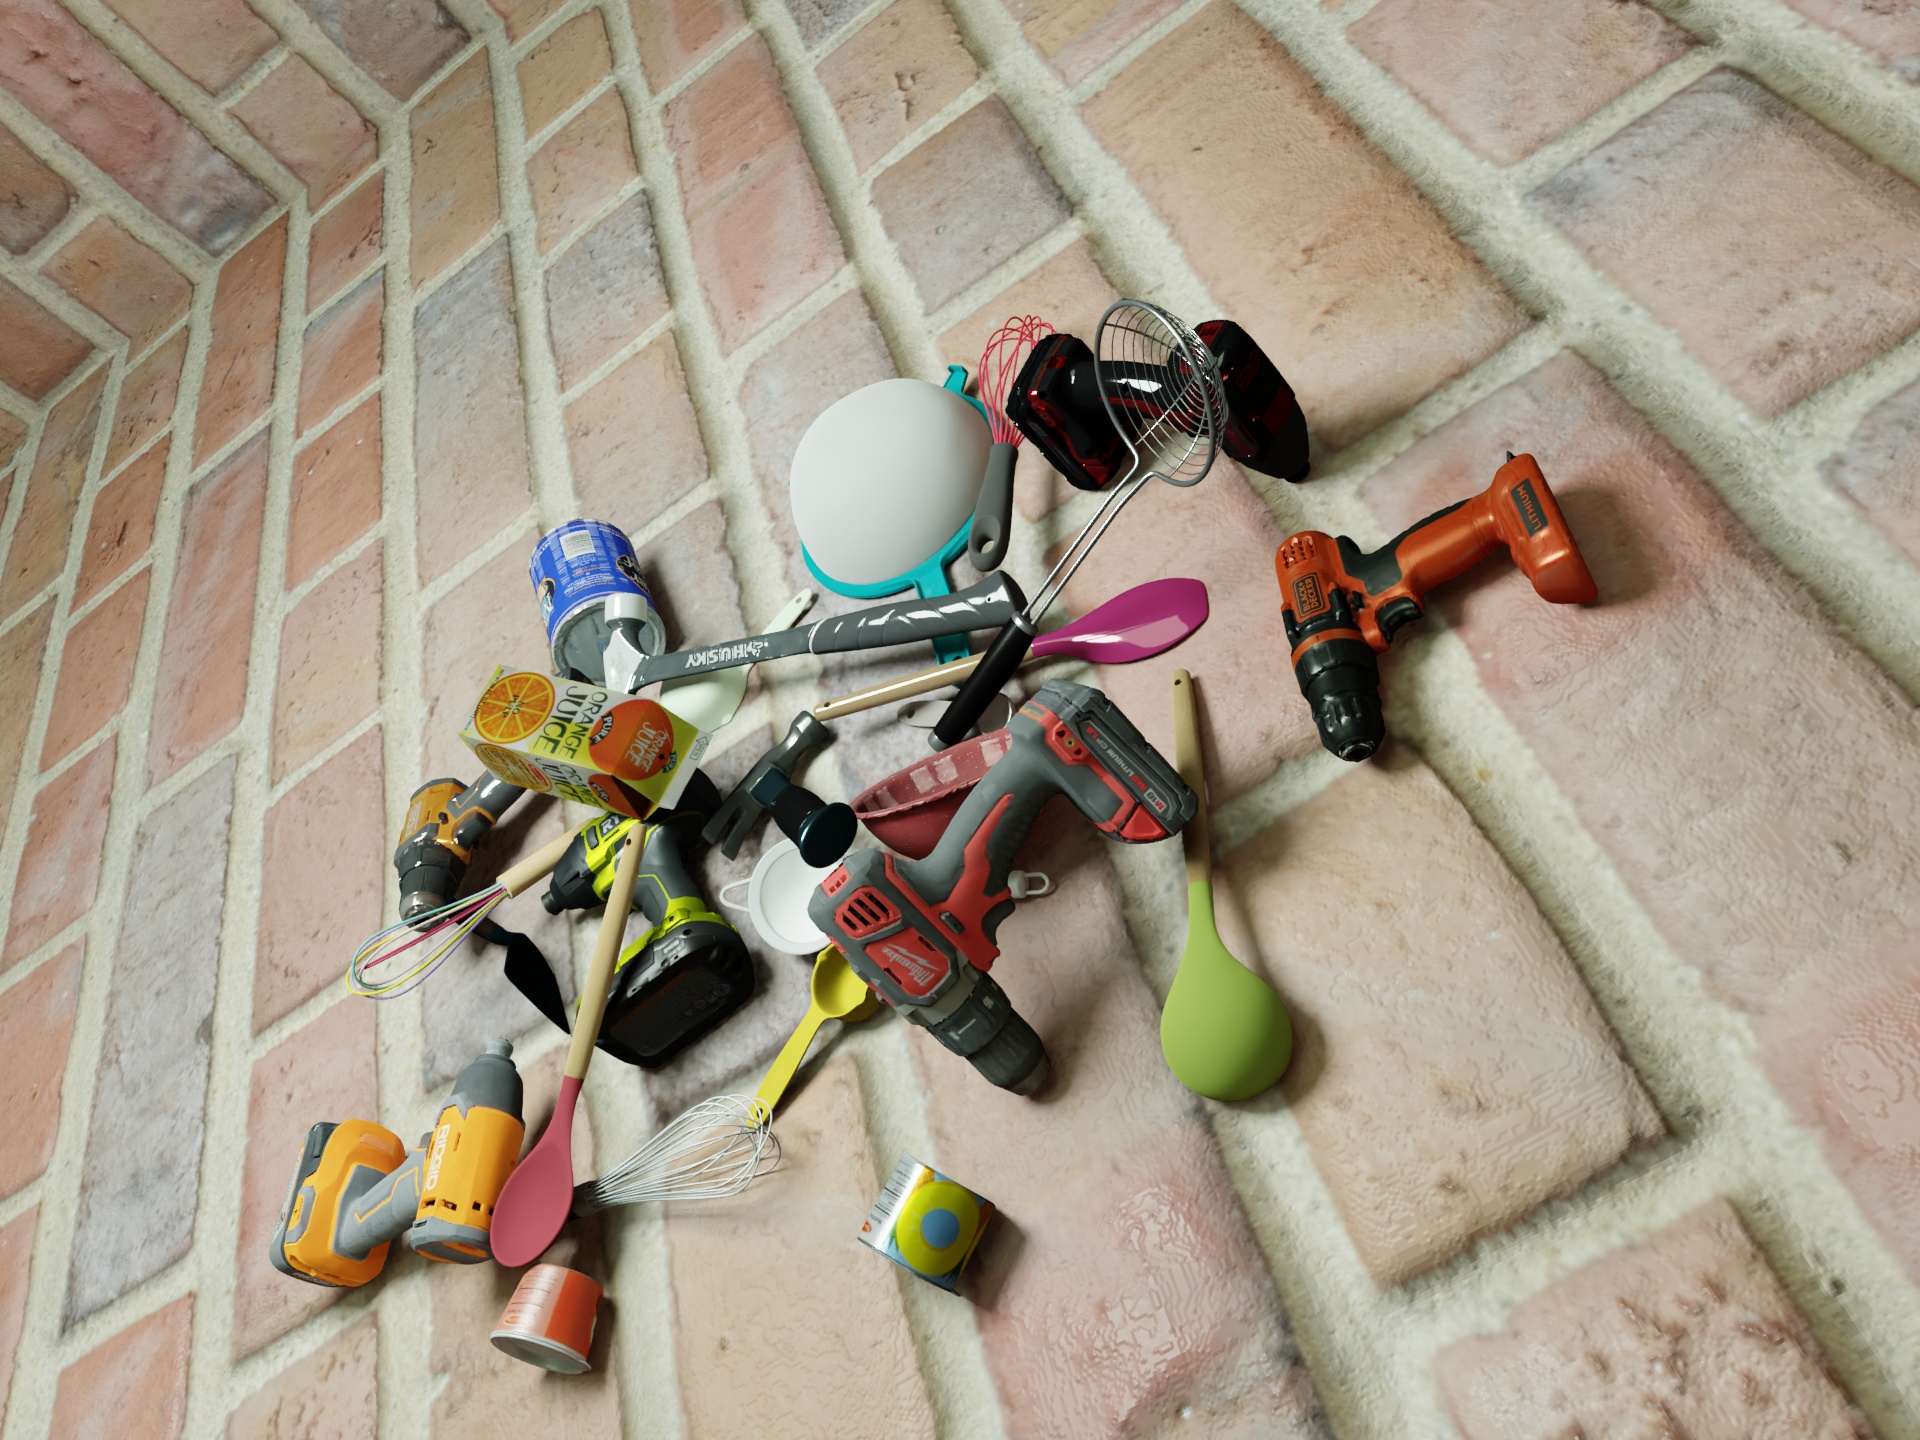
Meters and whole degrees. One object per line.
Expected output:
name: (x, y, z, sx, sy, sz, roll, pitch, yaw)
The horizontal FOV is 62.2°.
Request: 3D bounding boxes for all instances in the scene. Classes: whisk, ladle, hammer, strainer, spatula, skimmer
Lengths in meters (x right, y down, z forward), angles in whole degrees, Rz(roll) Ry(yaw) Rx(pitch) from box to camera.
whisk: (-0.240, 0.329, 1.120, 0.284, 0.070, 0.070, -27, 46, 26)
whisk: (0.039, -0.231, 1.291, 0.073, 0.073, 0.296, -15, 46, 29)
whisk: (-0.397, 0.148, 1.310, 0.245, 0.051, 0.047, -36, 19, -34)
ladle: (0.156, 0.091, 1.008, 0.078, 0.062, 0.320, -24, 41, 25)
hammer: (-0.129, -0.060, 1.277, 0.409, 0.036, 0.149, -8, 76, 30)
strainer: (-0.053, 0.123, 1.138, 0.258, 0.050, 0.087, -6, 78, 28)
spatula: (-0.417, 0.185, 1.364, 0.318, 0.082, 0.044, 14, 57, 48)
strainer: (-0.057, -0.170, 1.312, 0.211, 0.095, 0.341, -31, 47, 15)
hammer: (-0.120, 0.059, 1.128, 0.128, 0.033, 0.331, -49, 13, -6)
ladle: (-0.268, 0.226, 1.127, 0.069, 0.031, 0.315, 7, 79, 35)
skimmer: (0.059, -0.116, 1.091, 0.127, 0.090, 0.363, 51, 119, 30)

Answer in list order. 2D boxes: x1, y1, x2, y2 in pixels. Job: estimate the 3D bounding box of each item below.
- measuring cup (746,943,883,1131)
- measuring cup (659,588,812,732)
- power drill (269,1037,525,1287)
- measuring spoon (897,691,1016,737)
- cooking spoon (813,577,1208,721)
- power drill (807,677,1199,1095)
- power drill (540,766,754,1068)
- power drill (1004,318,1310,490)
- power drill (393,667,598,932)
measuring cup: (-0.101, 0.225, 1.117, 0.062, 0.029, 0.156, 36, 96, 46)
measuring cup: (-0.196, -0.061, 1.380, 0.167, 0.038, 0.083, -46, 43, 3)
power drill: (-0.418, 0.338, 1.211, 0.226, 0.084, 0.164, -23, 46, 33)
measuring spoon: (-0.002, -0.004, 1.212, 0.124, 0.018, 0.034, 1, 80, 45)
cooking spoon: (0.032, -0.047, 1.193, 0.319, 0.017, 0.069, -16, 50, 19)
power drill: (0.042, 0.105, 0.989, 0.227, 0.187, 0.080, -44, 12, -5)
power drill: (-0.250, 0.152, 1.244, 0.171, 0.080, 0.223, -38, 40, 9)
power drill: (0.152, -0.226, 1.173, 0.220, 0.143, 0.078, 11, 67, 49)
power drill: (-0.403, 0.074, 1.388, 0.226, 0.084, 0.186, -37, 30, 11)
